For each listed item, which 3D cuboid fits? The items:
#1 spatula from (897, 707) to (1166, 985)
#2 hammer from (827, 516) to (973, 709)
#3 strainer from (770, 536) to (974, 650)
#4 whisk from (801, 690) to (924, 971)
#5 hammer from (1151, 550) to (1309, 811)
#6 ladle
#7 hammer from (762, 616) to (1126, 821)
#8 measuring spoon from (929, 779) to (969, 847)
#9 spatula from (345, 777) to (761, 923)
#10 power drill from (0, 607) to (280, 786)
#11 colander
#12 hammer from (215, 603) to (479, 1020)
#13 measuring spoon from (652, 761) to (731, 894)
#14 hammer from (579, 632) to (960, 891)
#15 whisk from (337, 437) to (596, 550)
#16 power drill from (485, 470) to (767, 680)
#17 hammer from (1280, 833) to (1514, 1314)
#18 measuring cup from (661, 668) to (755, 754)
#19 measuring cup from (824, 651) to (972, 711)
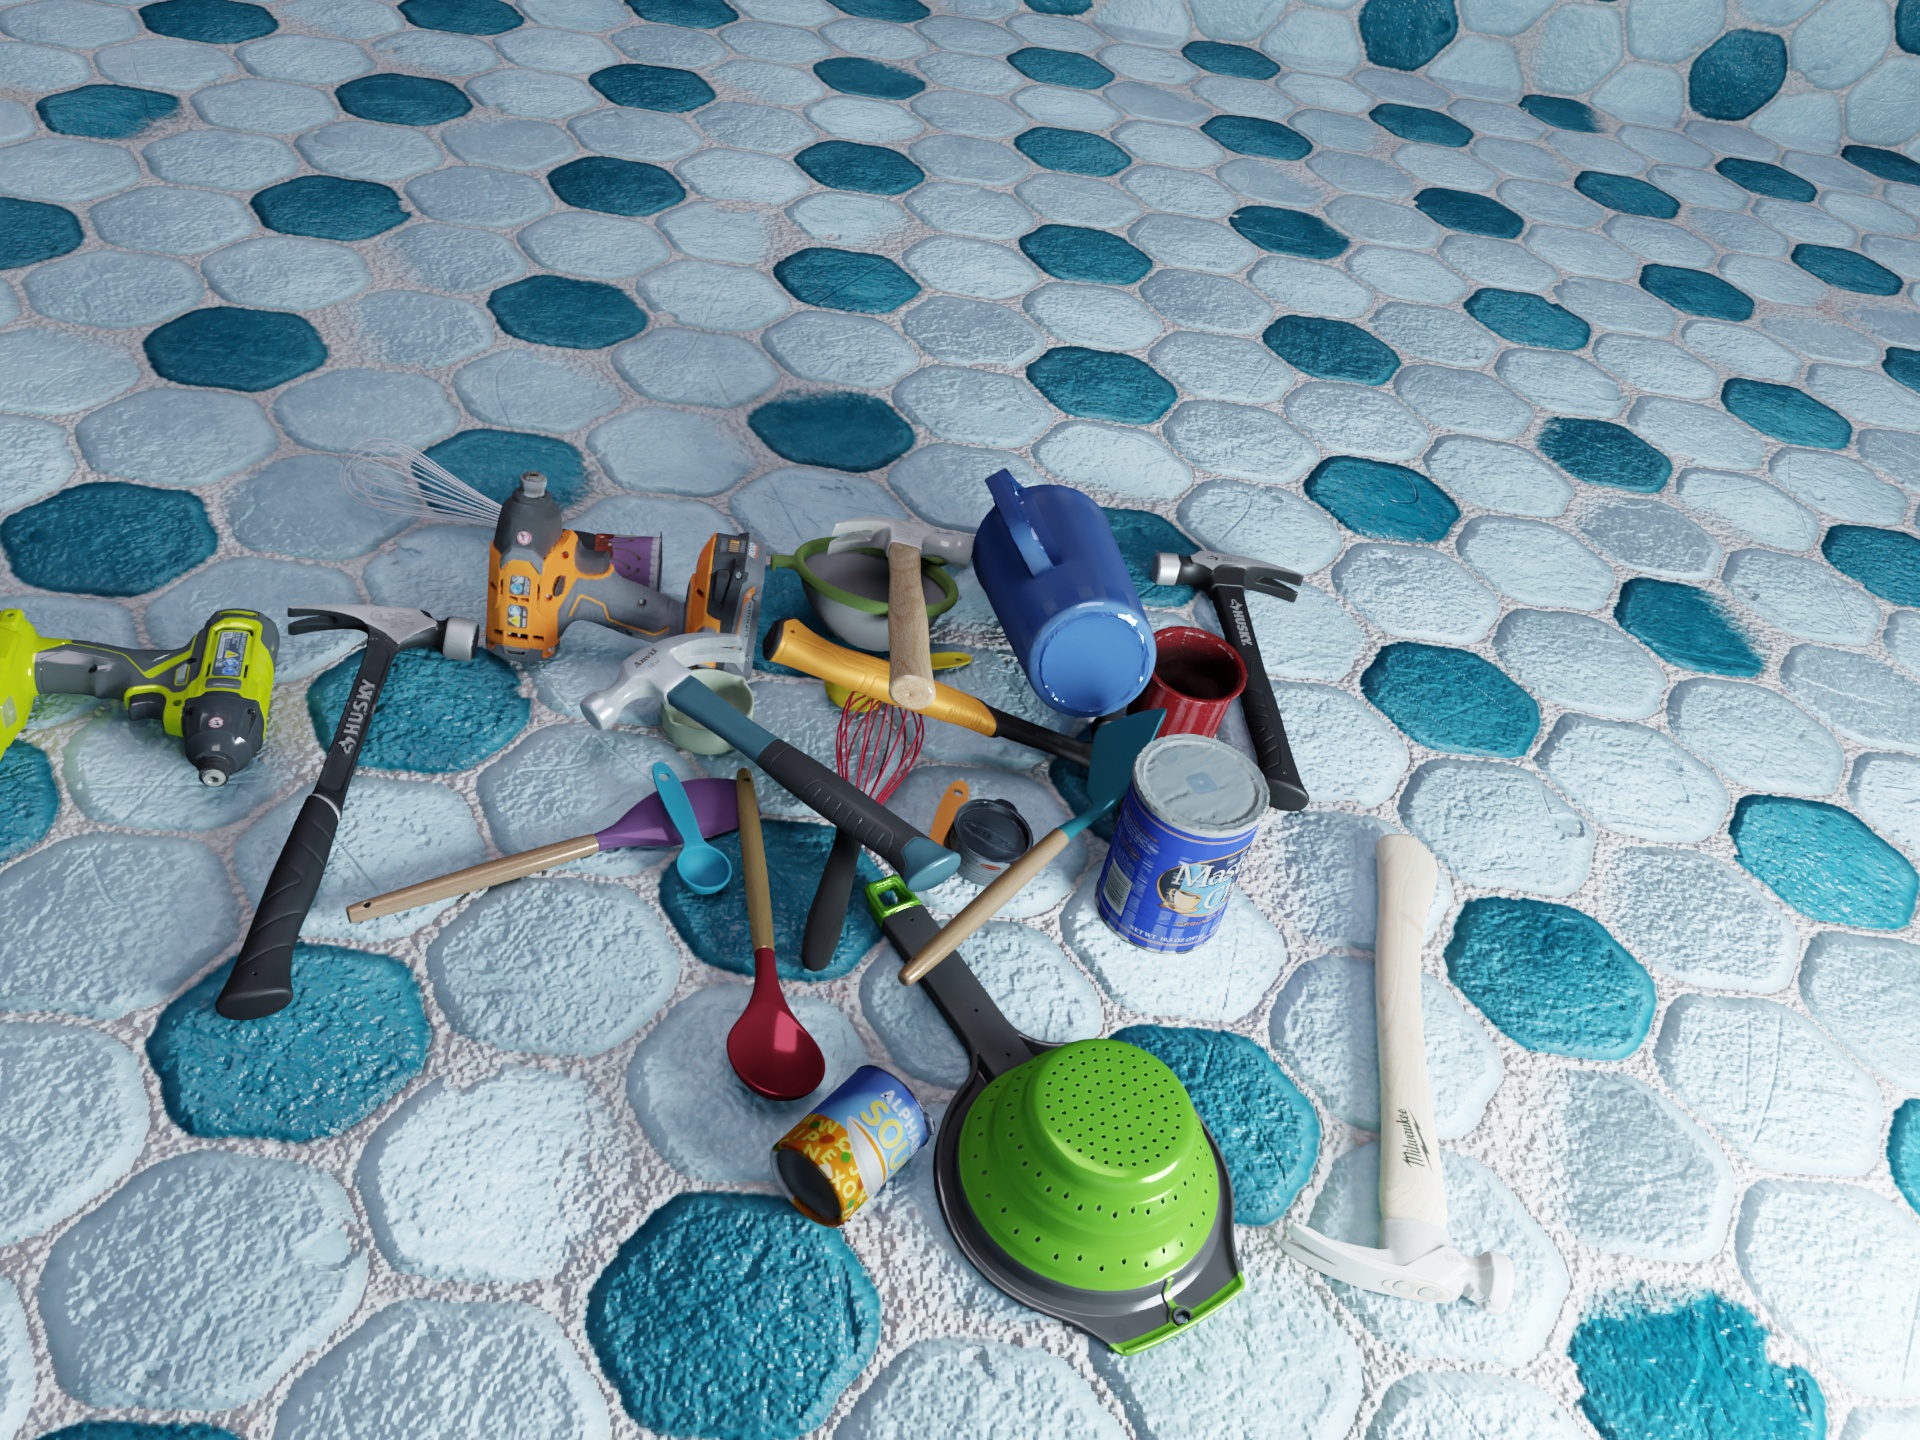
[{"bbox_3d":[0.053,0.092,1.187,0.317,0.082,0.044,-39,103,-38],"label":"spatula"},{"bbox_3d":[-0.047,-0.097,1.316,0.130,0.031,0.332,12,26,-9],"label":"hammer"},{"bbox_3d":[-0.056,-0.118,1.470,0.151,0.069,0.256,27,26,21],"label":"strainer"},{"bbox_3d":[-0.081,0.073,1.246,0.073,0.073,0.296,13,47,1],"label":"whisk"},{"bbox_3d":[0.273,-0.044,1.472,0.146,0.035,0.335,4,42,-8],"label":"hammer"},{"bbox_3d":[-0.147,0.149,1.163,0.069,0.031,0.316,11,40,-23],"label":"ladle"},{"bbox_3d":[-0.002,-0.004,1.287,0.336,0.034,0.127,20,39,-20],"label":"hammer"},{"bbox_3d":[-0.014,0.086,1.283,0.021,0.011,0.117,25,39,-1],"label":"measuring spoon"},{"bbox_3d":[-0.300,0.097,1.197,0.316,0.018,0.060,-17,54,-30],"label":"spatula"},{"bbox_3d":[-0.644,-0.017,1.203,0.223,0.080,0.171,1,43,-16],"label":"power drill"},{"bbox_3d":[0.046,0.224,1.079,0.204,0.094,0.398,-17,49,-29],"label":"colander"},{"bbox_3d":[-0.477,0.050,1.190,0.149,0.036,0.409,10,43,-11],"label":"hammer"},{"bbox_3d":[-0.213,0.085,1.221,0.042,0.021,0.129,-6,49,-32],"label":"measuring spoon"},{"bbox_3d":[-0.138,0.033,1.225,0.331,0.033,0.128,33,61,25],"label":"hammer"},{"bbox_3d":[-0.437,-0.192,1.457,0.284,0.070,0.070,20,42,2],"label":"whisk"},{"bbox_3d":[-0.280,-0.119,1.332,0.226,0.164,0.084,7,31,-8],"label":"power drill"},{"bbox_3d":[0.317,0.233,1.177,0.146,0.038,0.411,13,41,3],"label":"hammer"},{"bbox_3d":[-0.175,0.019,1.299,0.168,0.038,0.083,35,46,21],"label":"measuring cup"},{"bbox_3d":[-0.053,-0.037,1.405,0.156,0.029,0.062,-11,41,-40],"label":"measuring cup"}]
